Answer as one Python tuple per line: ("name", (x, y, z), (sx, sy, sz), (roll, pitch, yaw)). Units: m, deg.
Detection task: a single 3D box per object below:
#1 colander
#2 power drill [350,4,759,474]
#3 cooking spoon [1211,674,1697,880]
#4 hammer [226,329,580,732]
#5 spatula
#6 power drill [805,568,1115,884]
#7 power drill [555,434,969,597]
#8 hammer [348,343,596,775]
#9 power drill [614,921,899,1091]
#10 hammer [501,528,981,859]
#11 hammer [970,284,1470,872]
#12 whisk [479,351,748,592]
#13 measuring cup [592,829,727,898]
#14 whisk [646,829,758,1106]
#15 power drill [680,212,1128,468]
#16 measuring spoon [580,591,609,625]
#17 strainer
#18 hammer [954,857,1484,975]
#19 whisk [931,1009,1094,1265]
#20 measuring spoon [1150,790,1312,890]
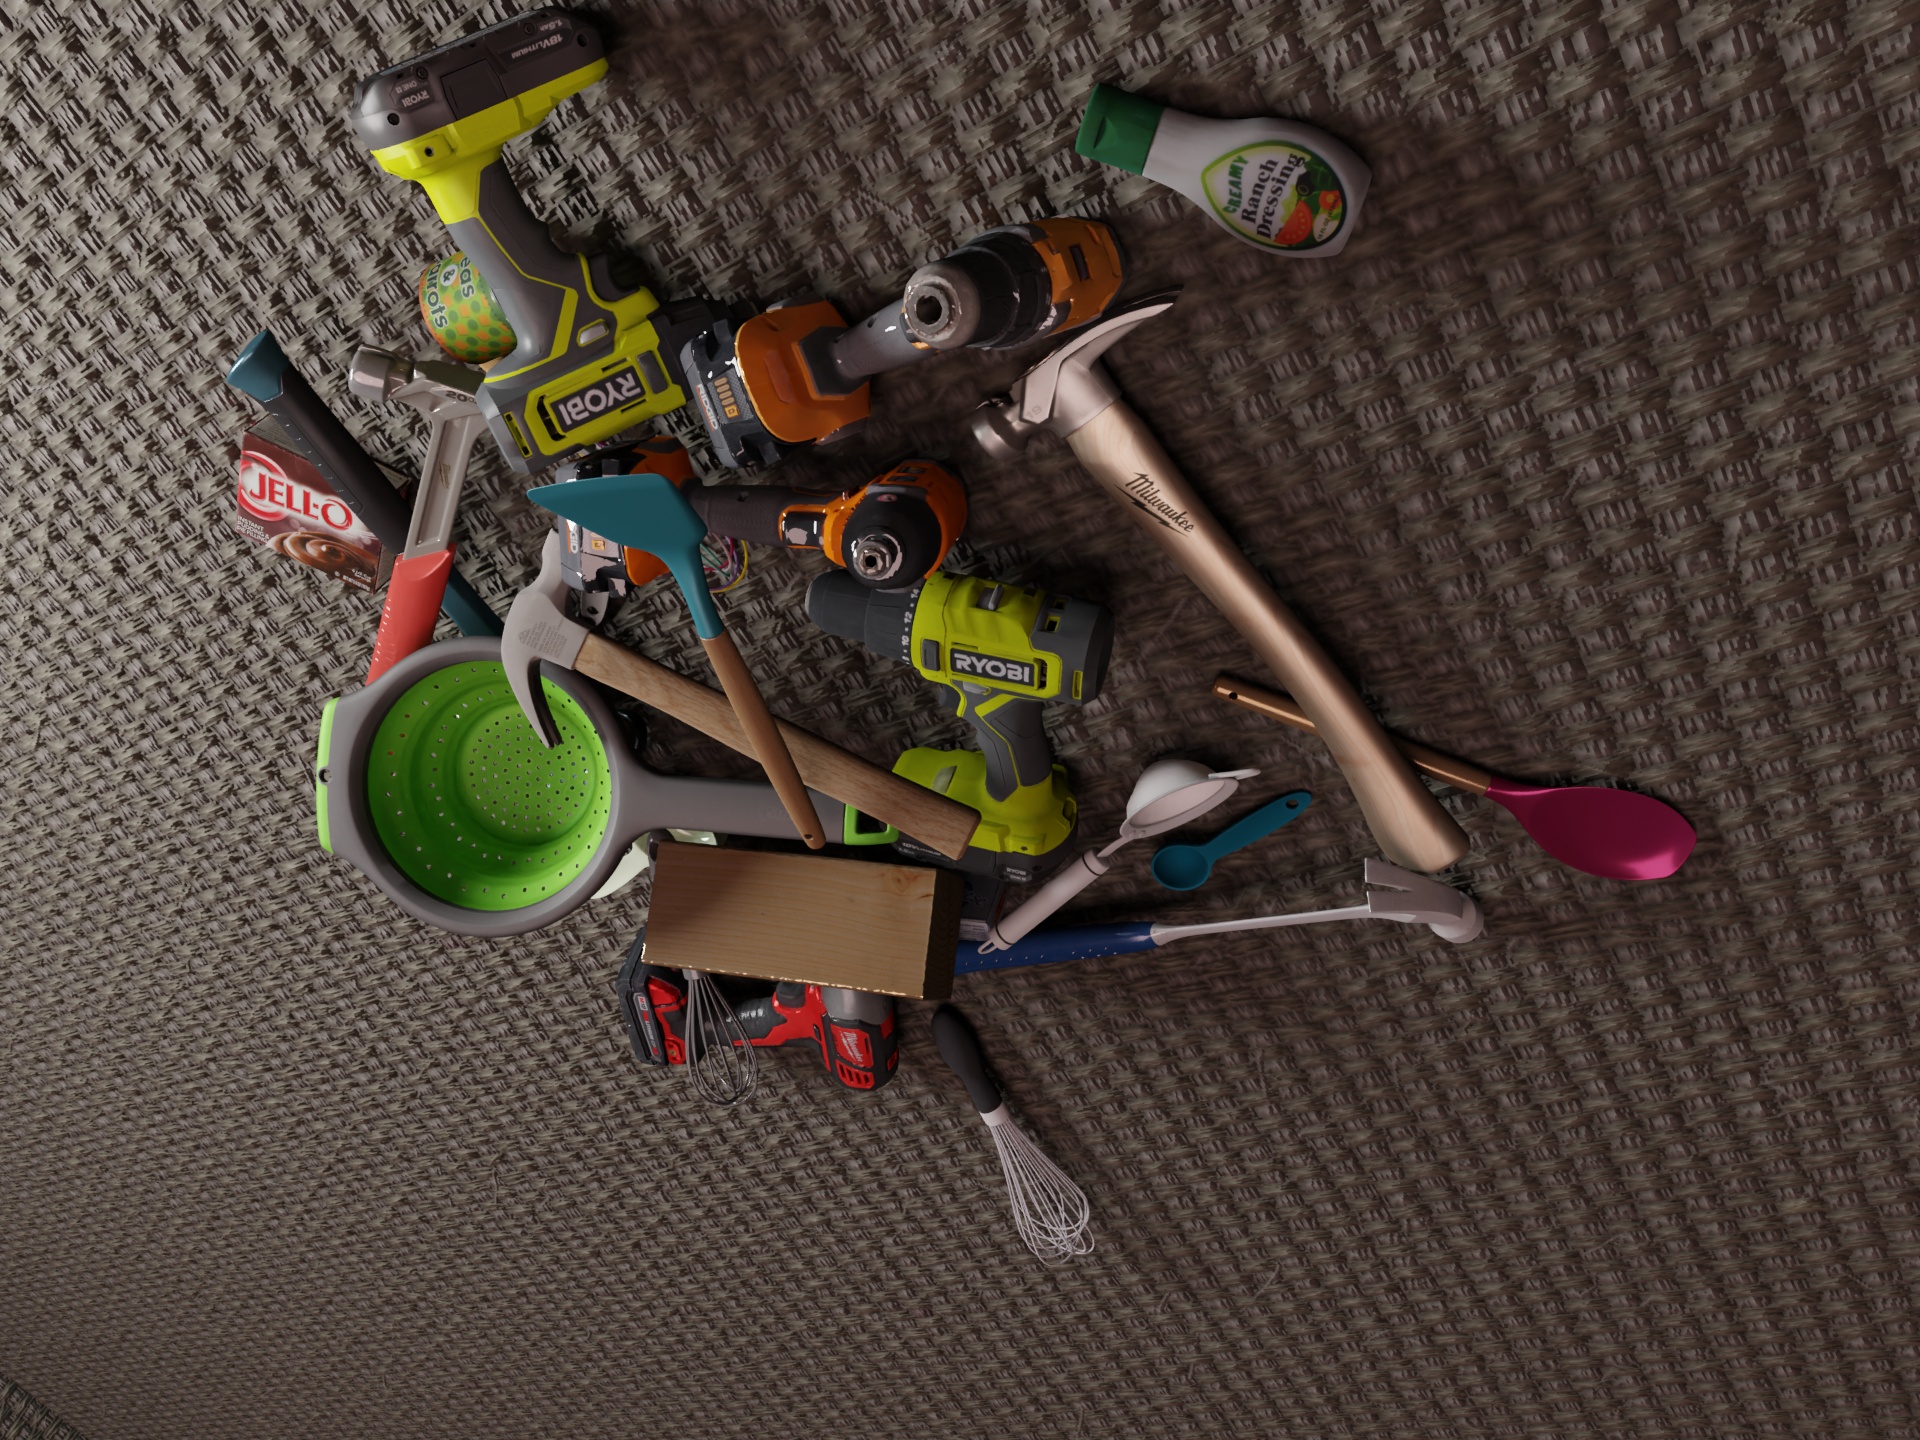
("colander", (-0.235, 0.048, 1.103), (0.397, 0.094, 0.204), (4, 95, 4))
("power drill", (-0.223, -0.273, 0.897), (0.171, 0.080, 0.223), (-28, 121, -12))
("cooking spoon", (0.313, 0.031, 1.019), (0.319, 0.017, 0.068), (20, 126, 2))
("hammer", (-0.377, -0.121, 1.087), (0.128, 0.033, 0.330), (-18, 130, 17))
("spatula", (-0.138, -0.025, 0.911), (0.082, 0.044, 0.317), (-4, 134, 19))
("power drill", (-0.002, -0.003, 1.039), (0.190, 0.080, 0.228), (12, 138, 12))
("power drill", (-0.117, -0.116, 0.938), (0.226, 0.164, 0.084), (3, 109, 7))
("hammer", (-0.359, -0.083, 1.075), (0.149, 0.037, 0.359), (18, 130, -14))
("power drill", (-0.161, 0.229, 1.303), (0.220, 0.079, 0.143), (5, 128, 12))
("hammer", (-0.142, 0.006, 1.027), (0.331, 0.031, 0.130), (26, 98, 1))
("hammer", (0.188, -0.067, 0.957), (0.146, 0.038, 0.410), (-31, 108, 34))
("whisk", (-0.234, -0.176, 1.037), (0.245, 0.051, 0.047), (44, 107, -11))
("measuring cup", (-0.245, 0.097, 1.252), (0.083, 0.038, 0.167), (44, 130, -17))
("whisk", (-0.205, 0.194, 1.229), (0.055, 0.055, 0.239), (-6, 106, 23))
("power drill", (-0.041, -0.204, 0.849), (0.226, 0.185, 0.084), (-14, 103, 31))
("measuring spoon", (-0.248, -0.111, 1.107), (0.034, 0.018, 0.124), (24, 137, 0))
("strainer", (0.098, 0.091, 1.100), (0.258, 0.086, 0.050), (-42, 62, 27))
("hammer", (0.147, 0.148, 1.128), (0.405, 0.035, 0.144), (-11, 159, 32))
("whisk", (0.042, 0.353, 1.344), (0.070, 0.070, 0.284), (-14, 117, 28))
("measuring spoon", (0.188, 0.077, 1.103), (0.128, 0.021, 0.042), (-33, 115, 26))
